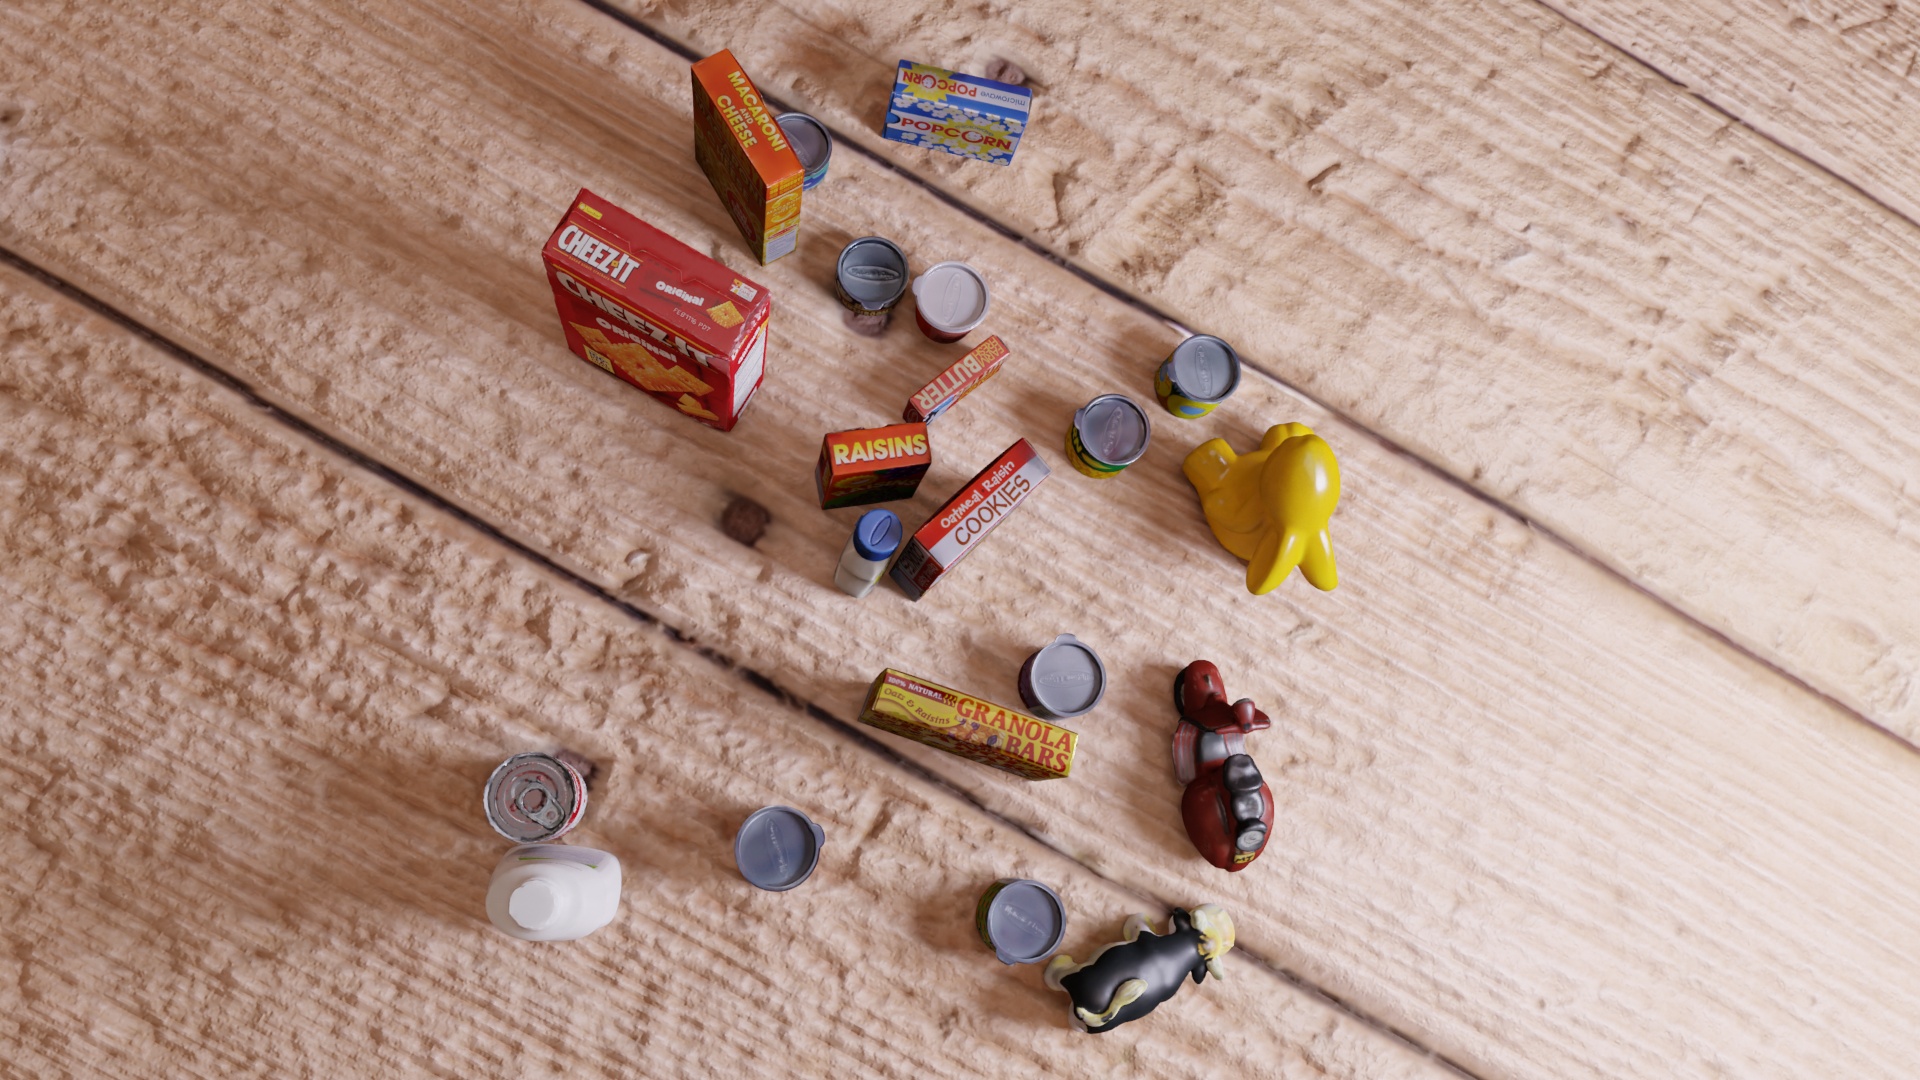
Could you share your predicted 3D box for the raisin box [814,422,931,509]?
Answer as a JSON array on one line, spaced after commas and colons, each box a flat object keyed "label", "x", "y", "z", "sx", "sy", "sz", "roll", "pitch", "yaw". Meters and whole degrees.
[{"label": "raisin box", "x": -0.076, "y": -0.063, "z": 1.183, "sx": 0.086, "sy": 0.123, "sz": 0.040, "roll": -8, "pitch": 80, "yaw": -11}]

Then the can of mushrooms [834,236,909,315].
[{"label": "can of mushrooms", "x": -0.081, "y": -0.238, "z": 1.266, "sx": 0.071, "sy": 0.033, "sz": 0.071, "roll": 2, "pitch": 78, "yaw": -9}]

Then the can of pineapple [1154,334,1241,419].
[{"label": "can of pineapple", "x": 0.217, "y": -0.151, "z": 1.287, "sx": 0.071, "sy": 0.057, "sz": 0.071, "roll": 2, "pitch": 78, "yaw": -9}]

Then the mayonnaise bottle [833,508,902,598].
[{"label": "mayonnaise bottle", "x": -0.075, "y": 0.007, "z": 1.155, "sx": 0.041, "sy": 0.147, "sz": 0.065, "roll": 32, "pitch": 75, "yaw": -2}]

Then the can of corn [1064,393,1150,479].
[{"label": "can of corn", "x": 0.130, "y": -0.094, "z": 1.259, "sx": 0.071, "sy": 0.058, "sz": 0.071, "roll": 2, "pitch": 78, "yaw": -9}]

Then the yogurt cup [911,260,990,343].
[{"label": "yogurt cup", "x": -0.011, "y": -0.213, "z": 1.263, "sx": 0.072, "sy": 0.054, "sz": 0.072, "roll": 2, "pitch": 78, "yaw": -9}]

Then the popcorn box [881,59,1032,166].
[{"label": "popcorn box", "x": -0.004, "y": -0.395, "z": 1.287, "sx": 0.127, "sy": 0.085, "sz": 0.038, "roll": 11, "pitch": 77, "yaw": -7}]

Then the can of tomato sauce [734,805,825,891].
[{"label": "can of tomato sauce", "x": -0.148, "y": 0.247, "z": 1.125, "sx": 0.071, "sy": 0.083, "sz": 0.071, "roll": 2, "pitch": 78, "yaw": -9}]

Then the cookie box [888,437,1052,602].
[{"label": "cookie box", "x": 0.004, "y": -0.015, "z": 1.164, "sx": 0.123, "sy": 0.167, "sz": 0.040, "roll": -43, "pitch": 88, "yaw": -15}]

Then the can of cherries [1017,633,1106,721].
[{"label": "can of cherries", "x": 0.088, "y": 0.120, "z": 1.206, "sx": 0.071, "sy": 0.058, "sz": 0.071, "roll": 2, "pitch": 78, "yaw": -9}]

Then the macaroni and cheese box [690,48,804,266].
[{"label": "macaroni and cheese box", "x": -0.184, "y": -0.326, "z": 1.199, "sx": 0.040, "sy": 0.166, "sz": 0.124, "roll": -31, "pitch": 85, "yaw": -14}]

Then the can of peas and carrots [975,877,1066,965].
[{"label": "can of peas and carrots", "x": 0.048, "y": 0.317, "z": 1.156, "sx": 0.071, "sy": 0.058, "sz": 0.071, "roll": 2, "pitch": 78, "yaw": -9}]

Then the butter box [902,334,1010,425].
[{"label": "butter box", "x": -0.005, "y": -0.141, "z": 1.249, "sx": 0.104, "sy": 0.053, "sz": 0.024, "roll": -39, "pitch": 87, "yaw": -15}]

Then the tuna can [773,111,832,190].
[{"label": "tuna can", "x": -0.154, "y": -0.356, "z": 1.280, "sx": 0.071, "sy": 0.032, "sz": 0.071, "roll": 2, "pitch": 78, "yaw": -9}]

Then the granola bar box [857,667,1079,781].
[{"label": "granola bar box", "x": 0.004, "y": 0.154, "z": 1.150, "sx": 0.165, "sy": 0.124, "sz": 0.039, "roll": 20, "pitch": 76, "yaw": -5}]
